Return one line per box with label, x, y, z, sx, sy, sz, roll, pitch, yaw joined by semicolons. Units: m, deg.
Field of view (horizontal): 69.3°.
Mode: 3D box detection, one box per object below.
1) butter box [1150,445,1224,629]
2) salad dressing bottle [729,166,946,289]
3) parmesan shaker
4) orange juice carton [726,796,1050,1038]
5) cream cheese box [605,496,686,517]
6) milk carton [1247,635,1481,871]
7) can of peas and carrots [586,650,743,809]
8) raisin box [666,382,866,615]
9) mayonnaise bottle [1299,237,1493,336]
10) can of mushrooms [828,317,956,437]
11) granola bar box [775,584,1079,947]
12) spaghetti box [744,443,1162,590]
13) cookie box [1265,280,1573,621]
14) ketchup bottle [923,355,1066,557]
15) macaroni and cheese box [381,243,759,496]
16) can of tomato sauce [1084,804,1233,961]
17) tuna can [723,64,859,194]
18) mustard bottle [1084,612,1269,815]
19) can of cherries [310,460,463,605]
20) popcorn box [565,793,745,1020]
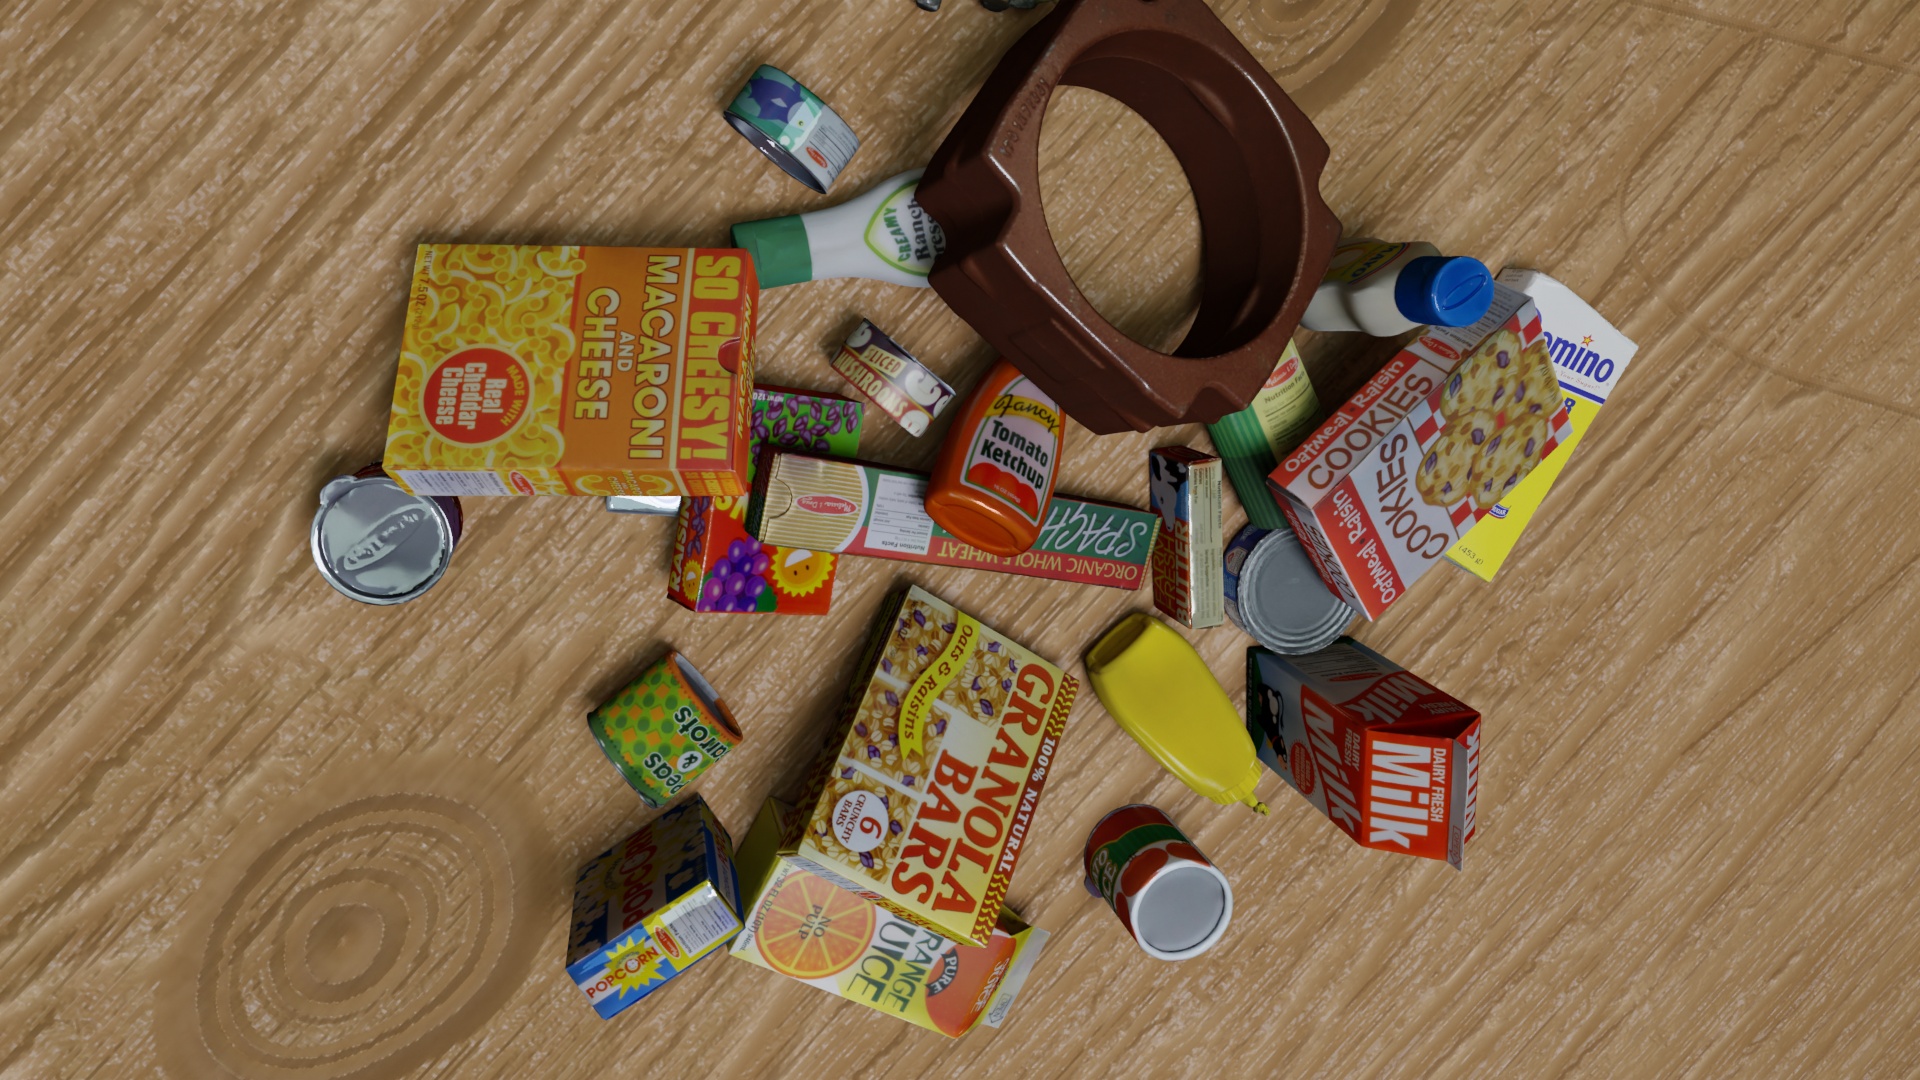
butter box;0.135;-0.002;0.830;0.024;0.053;0.103;-8;104;-15
salad dressing bottle;-0.048;-0.164;0.753;0.148;0.044;0.064;-12;103;-11
parmesan shaker;0.180;-0.064;0.820;0.071;0.071;0.103;-30;108;-6
orange juice carton;-0.041;0.230;0.825;0.192;0.073;0.071;27;94;-19
cream cheese box;-0.162;-0.065;0.755;0.053;0.024;0.103;5;101;-16
milk carton;0.240;0.120;0.810;0.073;0.191;0.072;-5;104;-13
can of peas and carrots;-0.162;0.105;0.768;0.059;0.071;0.071;-39;108;-4
raisin box;-0.106;-0.023;0.757;0.086;0.040;0.123;3;101;-38
mayonnaise bottle;0.239;-0.142;0.776;0.065;0.148;0.041;-36;107;-4
can of mushrooms;-0.038;-0.089;0.758;0.071;0.071;0.033;40;92;-19
granola bar box;-0.015;0.127;0.788;0.124;0.039;0.166;31;64;-17
spaghetti box;0.003;-0.010;0.777;0.250;0.029;0.050;8;100;-30
cookie box;0.263;-0.049;0.788;0.167;0.040;0.122;-43;134;-2
ketchup bottle;0.030;-0.067;0.758;0.064;0.043;0.149;30;58;-19
macaroni and cheese box;-0.188;-0.084;0.688;0.166;0.040;0.124;0;70;-1
can of tomato sauce;0.119;0.211;0.856;0.071;0.083;0.071;-3;103;-14
tuna can;-0.089;-0.215;0.722;0.071;0.071;0.033;37;91;-19
mustard bottle;0.143;0.118;0.860;0.065;0.049;0.160;-41;109;-3
can of cherries;-0.295;-0.008;0.716;0.071;0.058;0.071;-3;103;-13
popcorn box;-0.166;0.196;0.757;0.085;0.127;0.038;-33;105;-5
